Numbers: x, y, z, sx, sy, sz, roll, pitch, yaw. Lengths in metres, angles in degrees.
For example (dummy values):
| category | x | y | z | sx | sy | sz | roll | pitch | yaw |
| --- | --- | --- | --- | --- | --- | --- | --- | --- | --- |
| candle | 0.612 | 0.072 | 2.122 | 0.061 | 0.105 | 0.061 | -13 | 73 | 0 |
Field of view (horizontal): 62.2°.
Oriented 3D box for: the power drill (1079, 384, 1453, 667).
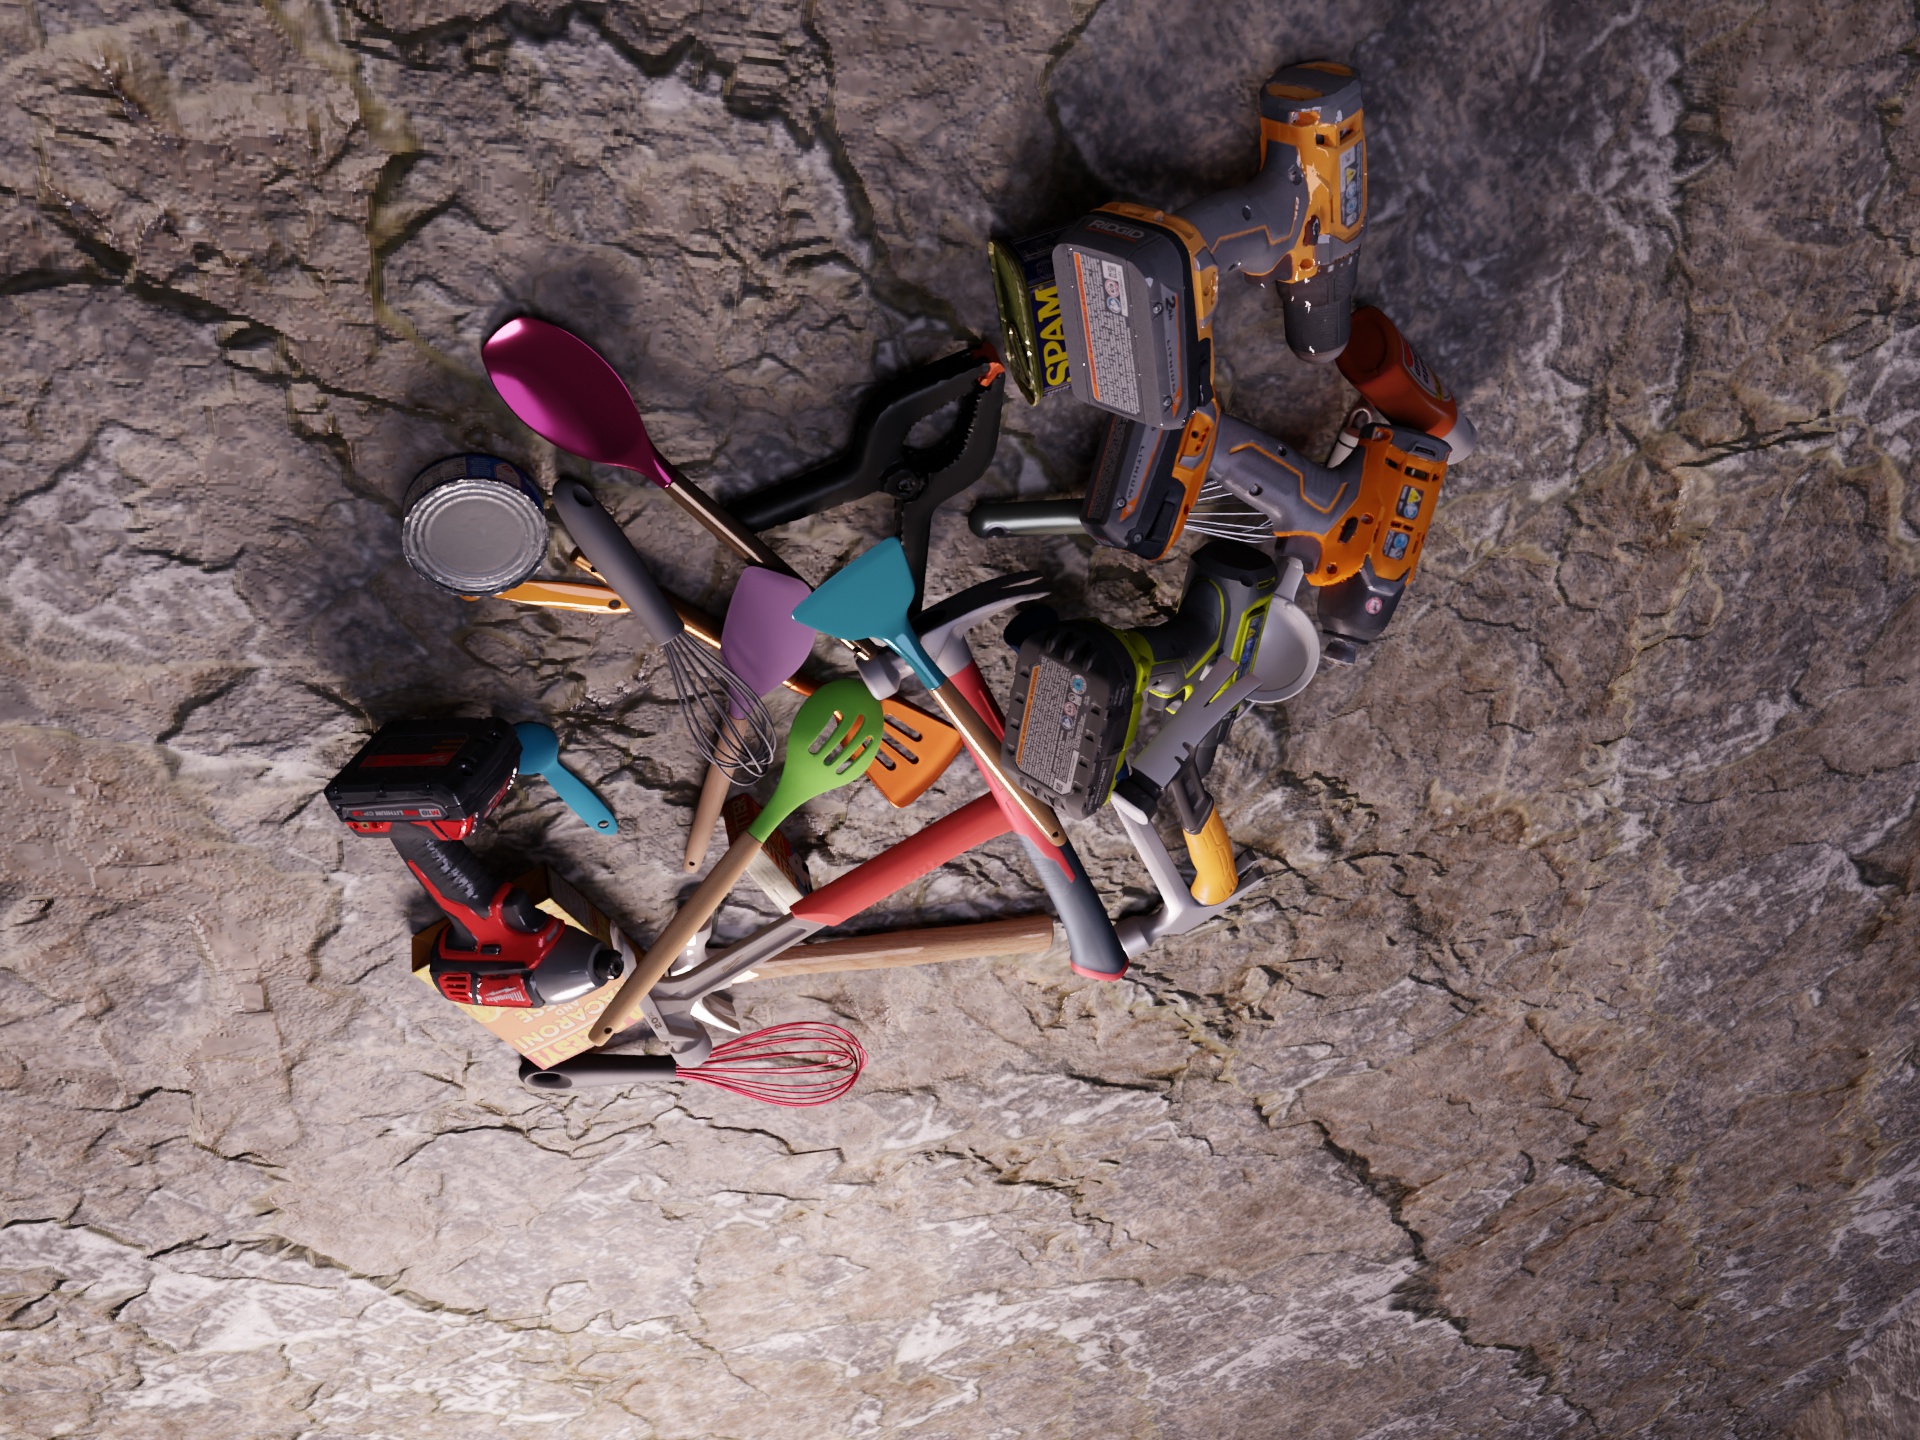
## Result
| category | x | y | z | sx | sy | sz | roll | pitch | yaw |
| --- | --- | --- | --- | --- | --- | --- | --- | --- | --- |
| power drill | 0.200 | -0.134 | 1.052 | 0.226 | 0.084 | 0.164 | 13 | 97 | -13 |

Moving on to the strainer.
| category | x | y | z | sx | sy | sz | roll | pitch | yaw |
| --- | --- | --- | --- | --- | --- | --- | --- | --- | --- |
| strainer | 0.251 | -0.113 | 1.180 | 0.087 | 0.050 | 0.258 | 27 | 121 | 14 |

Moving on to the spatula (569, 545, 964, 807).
| category | x | y | z | sx | sy | sz | roll | pitch | yaw |
| --- | --- | --- | --- | --- | --- | --- | --- | --- | --- |
| spatula | -0.133 | -0.035 | 1.105 | 0.322 | 0.041 | 0.081 | 31 | 109 | -37 |

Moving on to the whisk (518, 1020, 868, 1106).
| category | x | y | z | sx | sy | sz | roll | pitch | yaw |
| --- | --- | --- | --- | --- | --- | --- | --- | --- | --- |
| whisk | -0.224 | 0.297 | 1.358 | 0.295 | 0.073 | 0.073 | 1 | 130 | -14 |

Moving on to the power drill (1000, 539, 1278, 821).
| category | x | y | z | sx | sy | sz | roll | pitch | yaw |
| --- | --- | --- | --- | --- | --- | --- | --- | --- | --- |
| power drill | 0.132 | -0.015 | 1.128 | 0.228 | 0.080 | 0.190 | -23 | 132 | -45 |

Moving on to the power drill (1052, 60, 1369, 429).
| category | x | y | z | sx | sy | sz | roll | pitch | yaw |
| --- | --- | --- | --- | --- | --- | --- | --- | --- | --- |
| power drill | 0.163 | -0.259 | 0.944 | 0.226 | 0.084 | 0.185 | -40 | 139 | -26 |

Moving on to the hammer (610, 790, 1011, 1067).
| category | x | y | z | sx | sy | sz | roll | pitch | yaw |
| --- | --- | --- | --- | --- | --- | --- | --- | --- | --- |
| hammer | -0.083 | 0.124 | 1.206 | 0.359 | 0.037 | 0.149 | -29 | 131 | -14 |

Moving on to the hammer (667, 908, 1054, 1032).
| category | x | y | z | sx | sy | sz | roll | pitch | yaw |
| --- | --- | --- | --- | --- | --- | --- | --- | --- | --- |
| hammer | -0.080 | 0.197 | 1.338 | 0.331 | 0.031 | 0.130 | -3 | 131 | -18 |

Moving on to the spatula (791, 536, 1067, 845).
| category | x | y | z | sx | sy | sz | roll | pitch | yaw |
| --- | --- | --- | --- | --- | --- | --- | --- | --- | --- |
| spatula | -0.002 | -0.003 | 1.082 | 0.082 | 0.044 | 0.317 | -37 | 127 | 3 |

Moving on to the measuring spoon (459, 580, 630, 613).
| category | x | y | z | sx | sy | sz | roll | pitch | yaw |
| --- | --- | --- | --- | --- | --- | --- | --- | --- | --- |
| measuring spoon | -0.268 | -0.080 | 1.035 | 0.116 | 0.011 | 0.021 | 5 | 128 | -24 |

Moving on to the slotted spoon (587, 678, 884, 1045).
| category | x | y | z | sx | sy | sz | roll | pitch | yaw |
| --- | --- | --- | --- | --- | --- | --- | --- | --- | --- |
| slotted spoon | -0.158 | 0.102 | 1.110 | 0.070 | 0.031 | 0.314 | 38 | 90 | -29 |

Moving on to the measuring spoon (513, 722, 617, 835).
| category | x | y | z | sx | sy | sz | roll | pitch | yaw |
| --- | --- | --- | --- | --- | --- | --- | --- | --- | --- |
| measuring spoon | -0.283 | 0.050 | 1.137 | 0.042 | 0.021 | 0.128 | -29 | 132 | 6 |

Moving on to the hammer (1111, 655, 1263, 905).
| category | x | y | z | sx | sy | sz | roll | pitch | yaw |
| --- | --- | --- | --- | --- | --- | --- | --- | --- | --- |
| hammer | 0.185 | 0.070 | 1.200 | 0.127 | 0.034 | 0.336 | -49 | 155 | -9 |

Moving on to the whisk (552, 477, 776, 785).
| category | x | y | z | sx | sy | sz | roll | pitch | yaw |
| --- | --- | --- | --- | --- | --- | --- | --- | --- | --- |
| whisk | -0.190 | -0.055 | 1.027 | 0.055 | 0.055 | 0.238 | -30 | 114 | 7 |

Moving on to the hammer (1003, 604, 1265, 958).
| category | x | y | z | sx | sy | sz | roll | pitch | yaw |
| --- | --- | --- | --- | --- | --- | --- | --- | --- | --- |
| hammer | 0.133 | 0.052 | 1.286 | 0.144 | 0.035 | 0.405 | -27 | 134 | 5 |

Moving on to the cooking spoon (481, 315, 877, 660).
| category | x | y | z | sx | sy | sz | roll | pitch | yaw |
| --- | --- | --- | --- | --- | --- | --- | --- | --- | --- |
| cooking spoon | -0.163 | -0.134 | 0.992 | 0.068 | 0.017 | 0.318 | -32 | 125 | 26 |

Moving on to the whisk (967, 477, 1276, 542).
| category | x | y | z | sx | sy | sz | roll | pitch | yaw |
| --- | --- | --- | --- | --- | --- | --- | --- | --- | --- |
| whisk | 0.126 | -0.146 | 1.102 | 0.246 | 0.059 | 0.057 | -5 | 155 | -10 |

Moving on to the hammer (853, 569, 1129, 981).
| category | x | y | z | sx | sy | sz | roll | pitch | yaw |
| --- | --- | --- | --- | --- | --- | --- | --- | --- | --- |
| hammer | 0.065 | 0.060 | 1.197 | 0.143 | 0.038 | 0.385 | -27 | 127 | 3 |

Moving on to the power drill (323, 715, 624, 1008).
| category | x | y | z | sx | sy | sz | roll | pitch | yaw |
| --- | --- | --- | --- | --- | --- | --- | --- | --- | --- |
| power drill | -0.321 | 0.107 | 1.080 | 0.143 | 0.079 | 0.219 | -2 | 126 | 21 |

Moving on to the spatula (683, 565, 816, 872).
| category | x | y | z | sx | sy | sz | roll | pitch | yaw |
| --- | --- | --- | --- | --- | --- | --- | --- | --- | --- |
| spatula | -0.159 | 0.011 | 1.119 | 0.059 | 0.018 | 0.315 | 18 | 134 | -8 |
